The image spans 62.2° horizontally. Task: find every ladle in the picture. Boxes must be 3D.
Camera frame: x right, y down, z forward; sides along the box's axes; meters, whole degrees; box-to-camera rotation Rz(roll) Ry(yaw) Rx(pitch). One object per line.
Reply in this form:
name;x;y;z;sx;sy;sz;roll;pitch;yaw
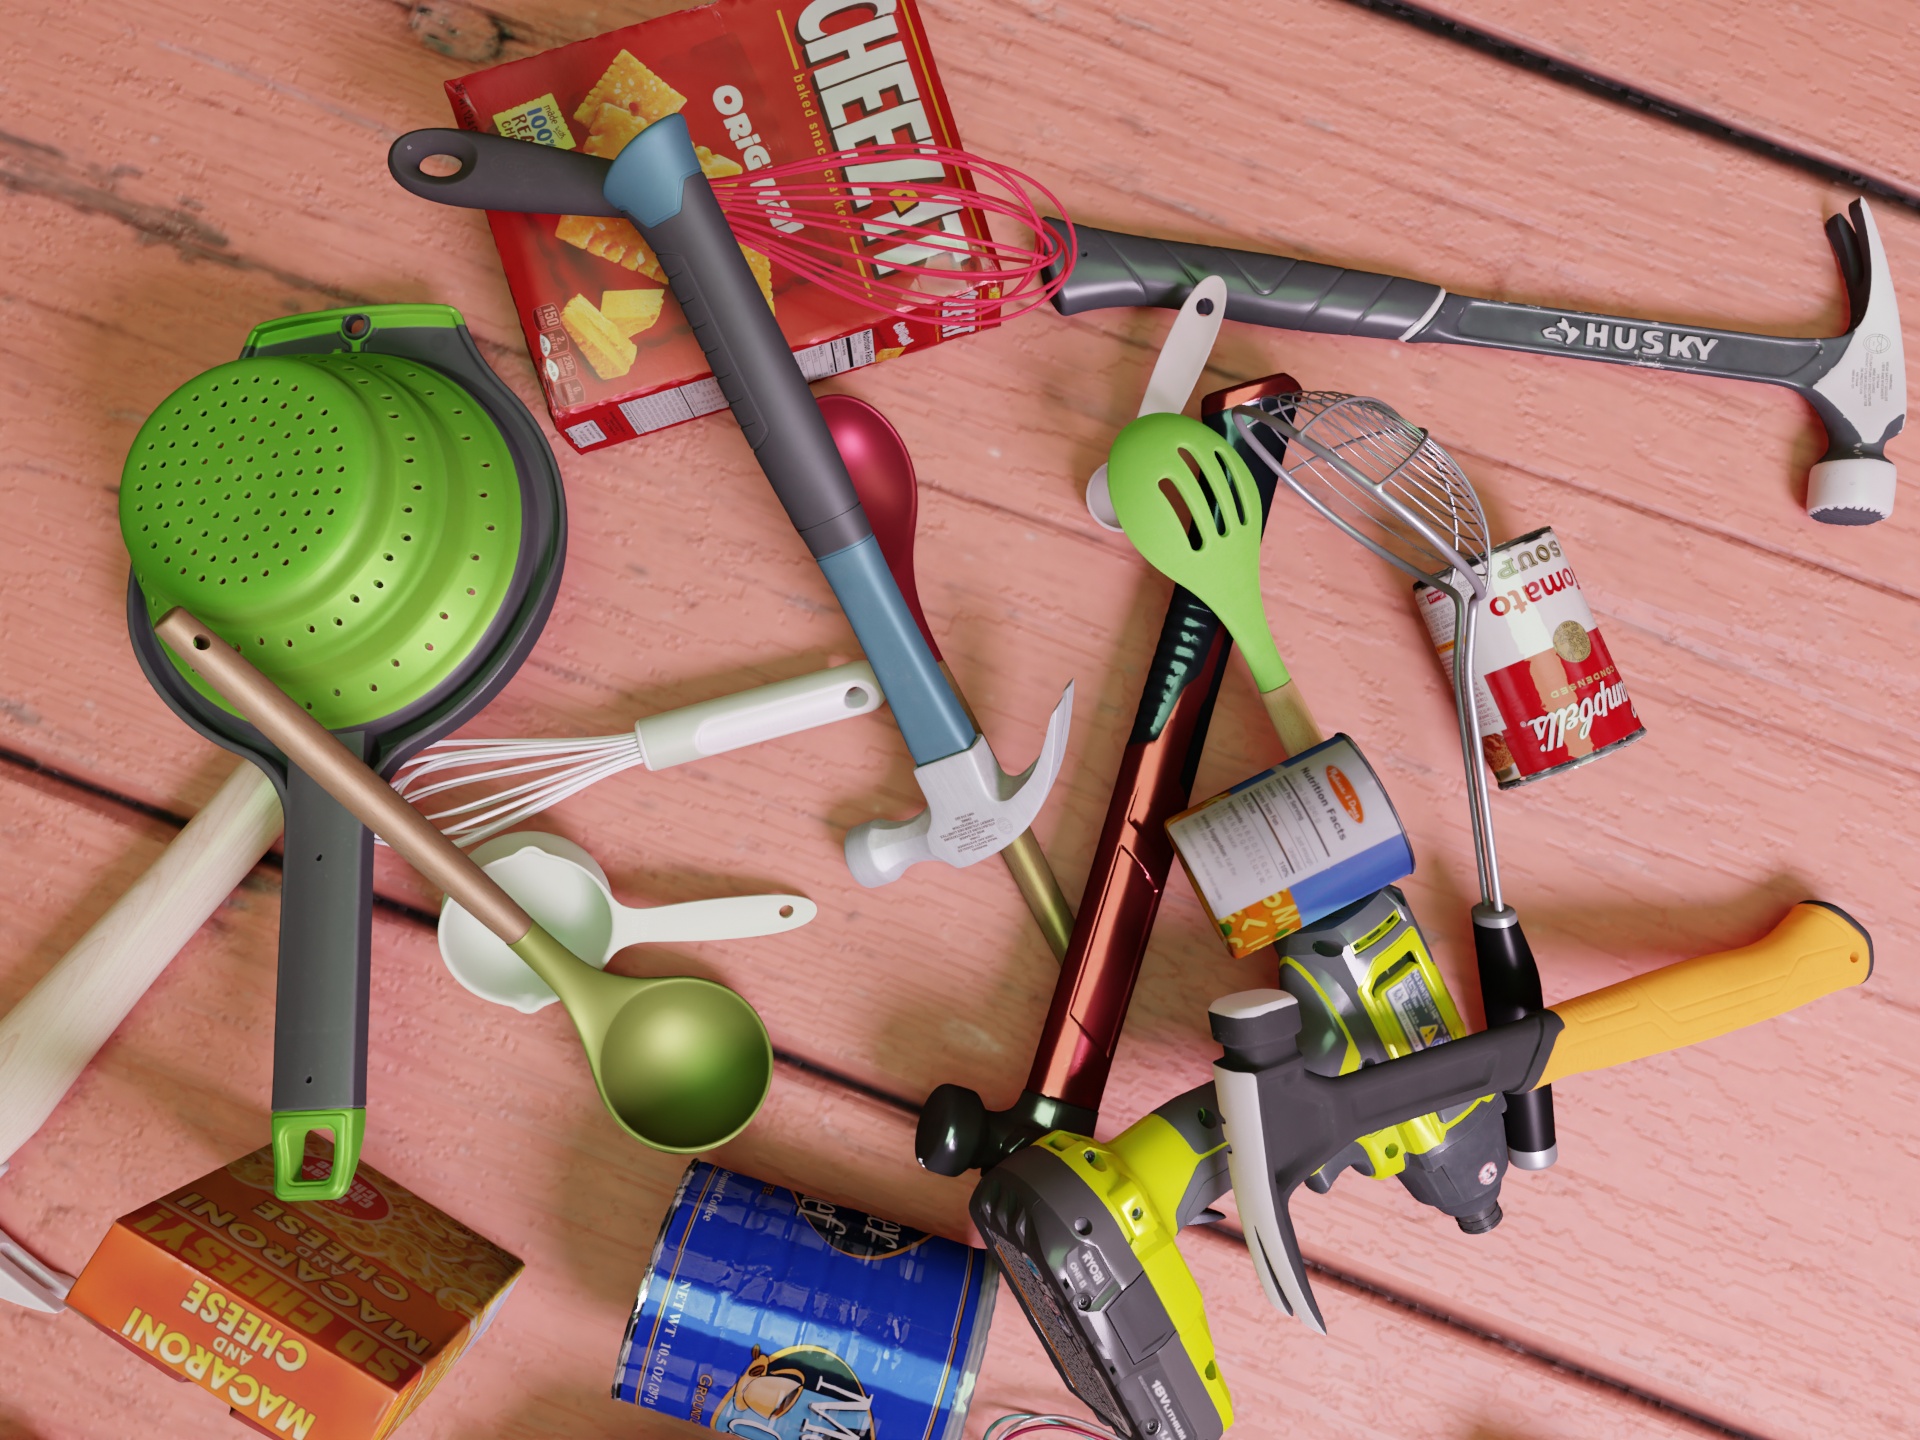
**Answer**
ladle;-0.001;-0.002;0.734;0.069;0.031;0.315;-26;89;-26
ladle;-0.190;0.069;0.642;0.319;0.062;0.078;51;55;-30

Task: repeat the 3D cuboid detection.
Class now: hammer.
hammer;0.102;0.030;0.721;0.143;0.038;0.386;20;82;-17
hammer;-0.336;0.069;0.724;0.146;0.038;0.410;39;87;1
hammer;0.257;0.140;0.664;0.336;0.034;0.127;-11;92;-23
hammer;0.238;-0.193;0.745;0.409;0.036;0.149;8;85;1
hammer;-0.056;-0.085;0.663;0.128;0.033;0.330;-19;108;24

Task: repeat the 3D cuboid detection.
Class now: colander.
colander;-0.276;-0.006;0.655;0.204;0.094;0.397;-4;77;6

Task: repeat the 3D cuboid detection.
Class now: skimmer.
skimmer;0.194;0.034;0.688;0.090;0.127;0.363;-13;102;-3

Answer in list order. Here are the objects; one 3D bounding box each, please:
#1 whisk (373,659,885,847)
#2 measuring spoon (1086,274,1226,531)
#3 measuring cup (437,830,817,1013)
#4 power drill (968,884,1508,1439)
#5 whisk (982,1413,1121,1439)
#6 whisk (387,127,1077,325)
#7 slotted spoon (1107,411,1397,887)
whisk;-0.152;0.014;0.724;0.246;0.059;0.057;-15;123;-6
measuring spoon;0.094;-0.146;0.737;0.034;0.018;0.124;23;100;0
measuring cup;-0.151;0.085;0.725;0.167;0.038;0.083;-2;112;-18
power drill;0.131;0.194;0.668;0.223;0.080;0.171;-32;102;-21
whisk;0.119;0.357;0.709;0.245;0.051;0.047;15;107;-3
whisk;-0.098;-0.215;0.664;0.296;0.073;0.073;10;86;5
slotted spoon;0.153;0.006;0.706;0.070;0.031;0.313;-32;101;-22
